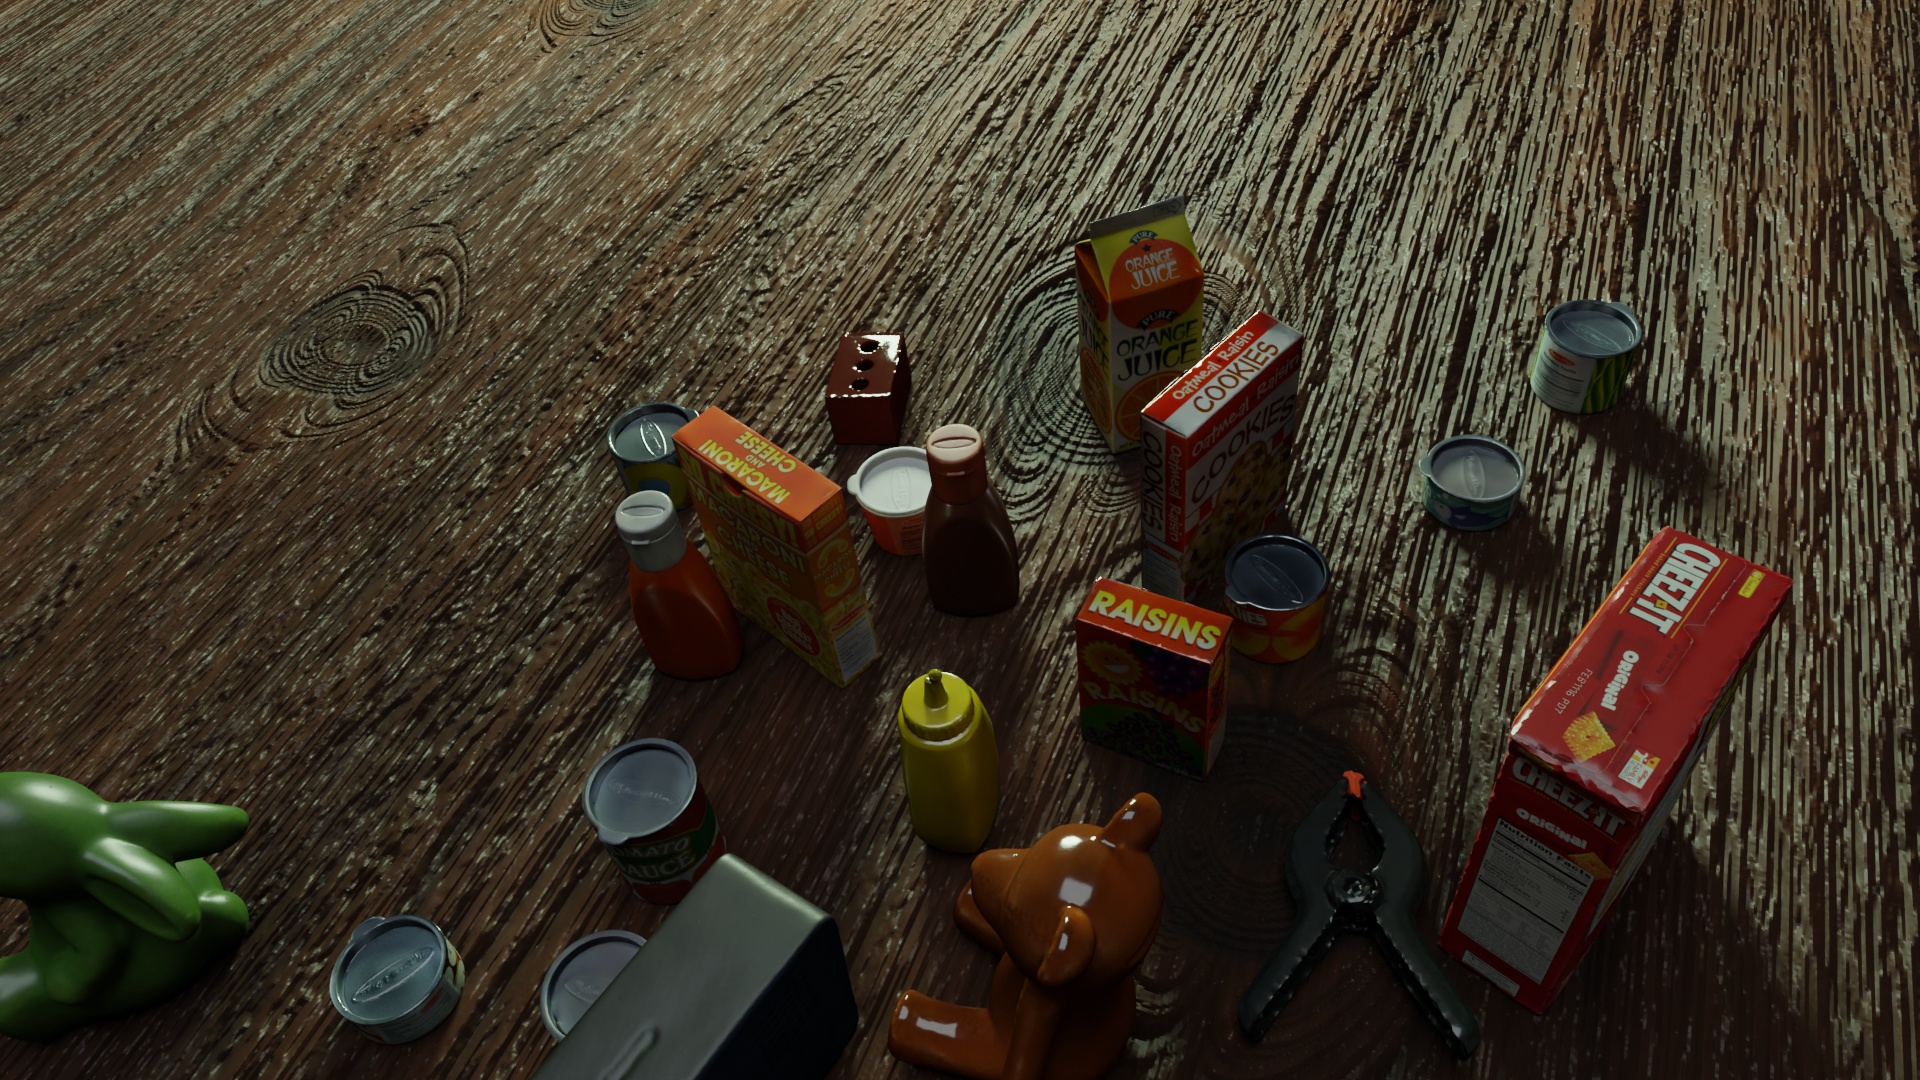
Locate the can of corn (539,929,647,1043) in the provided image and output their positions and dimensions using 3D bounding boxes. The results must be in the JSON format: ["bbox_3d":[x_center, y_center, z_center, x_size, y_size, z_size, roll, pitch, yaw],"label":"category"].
[{"bbox_3d":[-0.190,0.259,0.760,0.071,0.058,0.071,-4,48,4],"label":"can of corn"}]

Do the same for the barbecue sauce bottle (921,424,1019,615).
[{"bbox_3d":[0.003,-0.012,0.919,0.065,0.147,0.044,-4,48,5],"label":"barbecue sauce bottle"}]

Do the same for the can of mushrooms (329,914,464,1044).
[{"bbox_3d":[-0.325,0.252,0.802,0.071,0.033,0.071,-4,48,4],"label":"can of mushrooms"}]

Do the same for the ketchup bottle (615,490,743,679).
[{"bbox_3d":[-0.187,0.031,0.906,0.065,0.148,0.044,-1,48,7],"label":"ketchup bottle"}]

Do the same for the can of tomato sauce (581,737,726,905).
[{"bbox_3d":[-0.180,0.169,0.824,0.071,0.082,0.071,-4,48,4],"label":"can of tomato sauce"}]

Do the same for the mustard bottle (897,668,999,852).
[{"bbox_3d":[-0.008,0.118,0.796,0.049,0.159,0.066,7,49,13],"label":"mustard bottle"}]

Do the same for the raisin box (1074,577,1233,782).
[{"bbox_3d":[0.116,0.084,0.835,0.086,0.122,0.040,18,53,22],"label":"raisin box"}]

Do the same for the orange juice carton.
[{"bbox_3d":[0.129,-0.161,1.009,0.072,0.191,0.073,-17,48,-7],"label":"orange juice carton"}]

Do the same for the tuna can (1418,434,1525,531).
[{"bbox_3d":[0.357,-0.040,0.977,0.071,0.032,0.071,-4,48,4],"label":"tuna can"}]

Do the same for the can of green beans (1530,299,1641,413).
[{"bbox_3d":[0.464,-0.136,1.033,0.071,0.057,0.071,-4,48,4],"label":"can of green beans"}]

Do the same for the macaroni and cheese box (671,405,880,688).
[{"bbox_3d":[-0.118,0.007,0.907,0.124,0.165,0.040,32,59,31],"label":"macaroni and cheese box"}]

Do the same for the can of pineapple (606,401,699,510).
[{"bbox_3d":[-0.227,-0.063,1.057,0.071,0.057,0.071,-4,48,4],"label":"can of pineapple"}]

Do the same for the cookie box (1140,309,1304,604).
[{"bbox_3d":[0.170,-0.051,0.921,0.040,0.166,0.123,32,59,31],"label":"cookie box"}]

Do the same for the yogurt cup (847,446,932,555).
[{"bbox_3d":[-0.040,-0.026,1.002,0.072,0.053,0.073,-4,48,4],"label":"yogurt cup"}]

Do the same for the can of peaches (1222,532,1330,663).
[{"bbox_3d":[0.203,0.039,0.908,0.071,0.057,0.071,-4,48,4],"label":"can of peaches"}]
